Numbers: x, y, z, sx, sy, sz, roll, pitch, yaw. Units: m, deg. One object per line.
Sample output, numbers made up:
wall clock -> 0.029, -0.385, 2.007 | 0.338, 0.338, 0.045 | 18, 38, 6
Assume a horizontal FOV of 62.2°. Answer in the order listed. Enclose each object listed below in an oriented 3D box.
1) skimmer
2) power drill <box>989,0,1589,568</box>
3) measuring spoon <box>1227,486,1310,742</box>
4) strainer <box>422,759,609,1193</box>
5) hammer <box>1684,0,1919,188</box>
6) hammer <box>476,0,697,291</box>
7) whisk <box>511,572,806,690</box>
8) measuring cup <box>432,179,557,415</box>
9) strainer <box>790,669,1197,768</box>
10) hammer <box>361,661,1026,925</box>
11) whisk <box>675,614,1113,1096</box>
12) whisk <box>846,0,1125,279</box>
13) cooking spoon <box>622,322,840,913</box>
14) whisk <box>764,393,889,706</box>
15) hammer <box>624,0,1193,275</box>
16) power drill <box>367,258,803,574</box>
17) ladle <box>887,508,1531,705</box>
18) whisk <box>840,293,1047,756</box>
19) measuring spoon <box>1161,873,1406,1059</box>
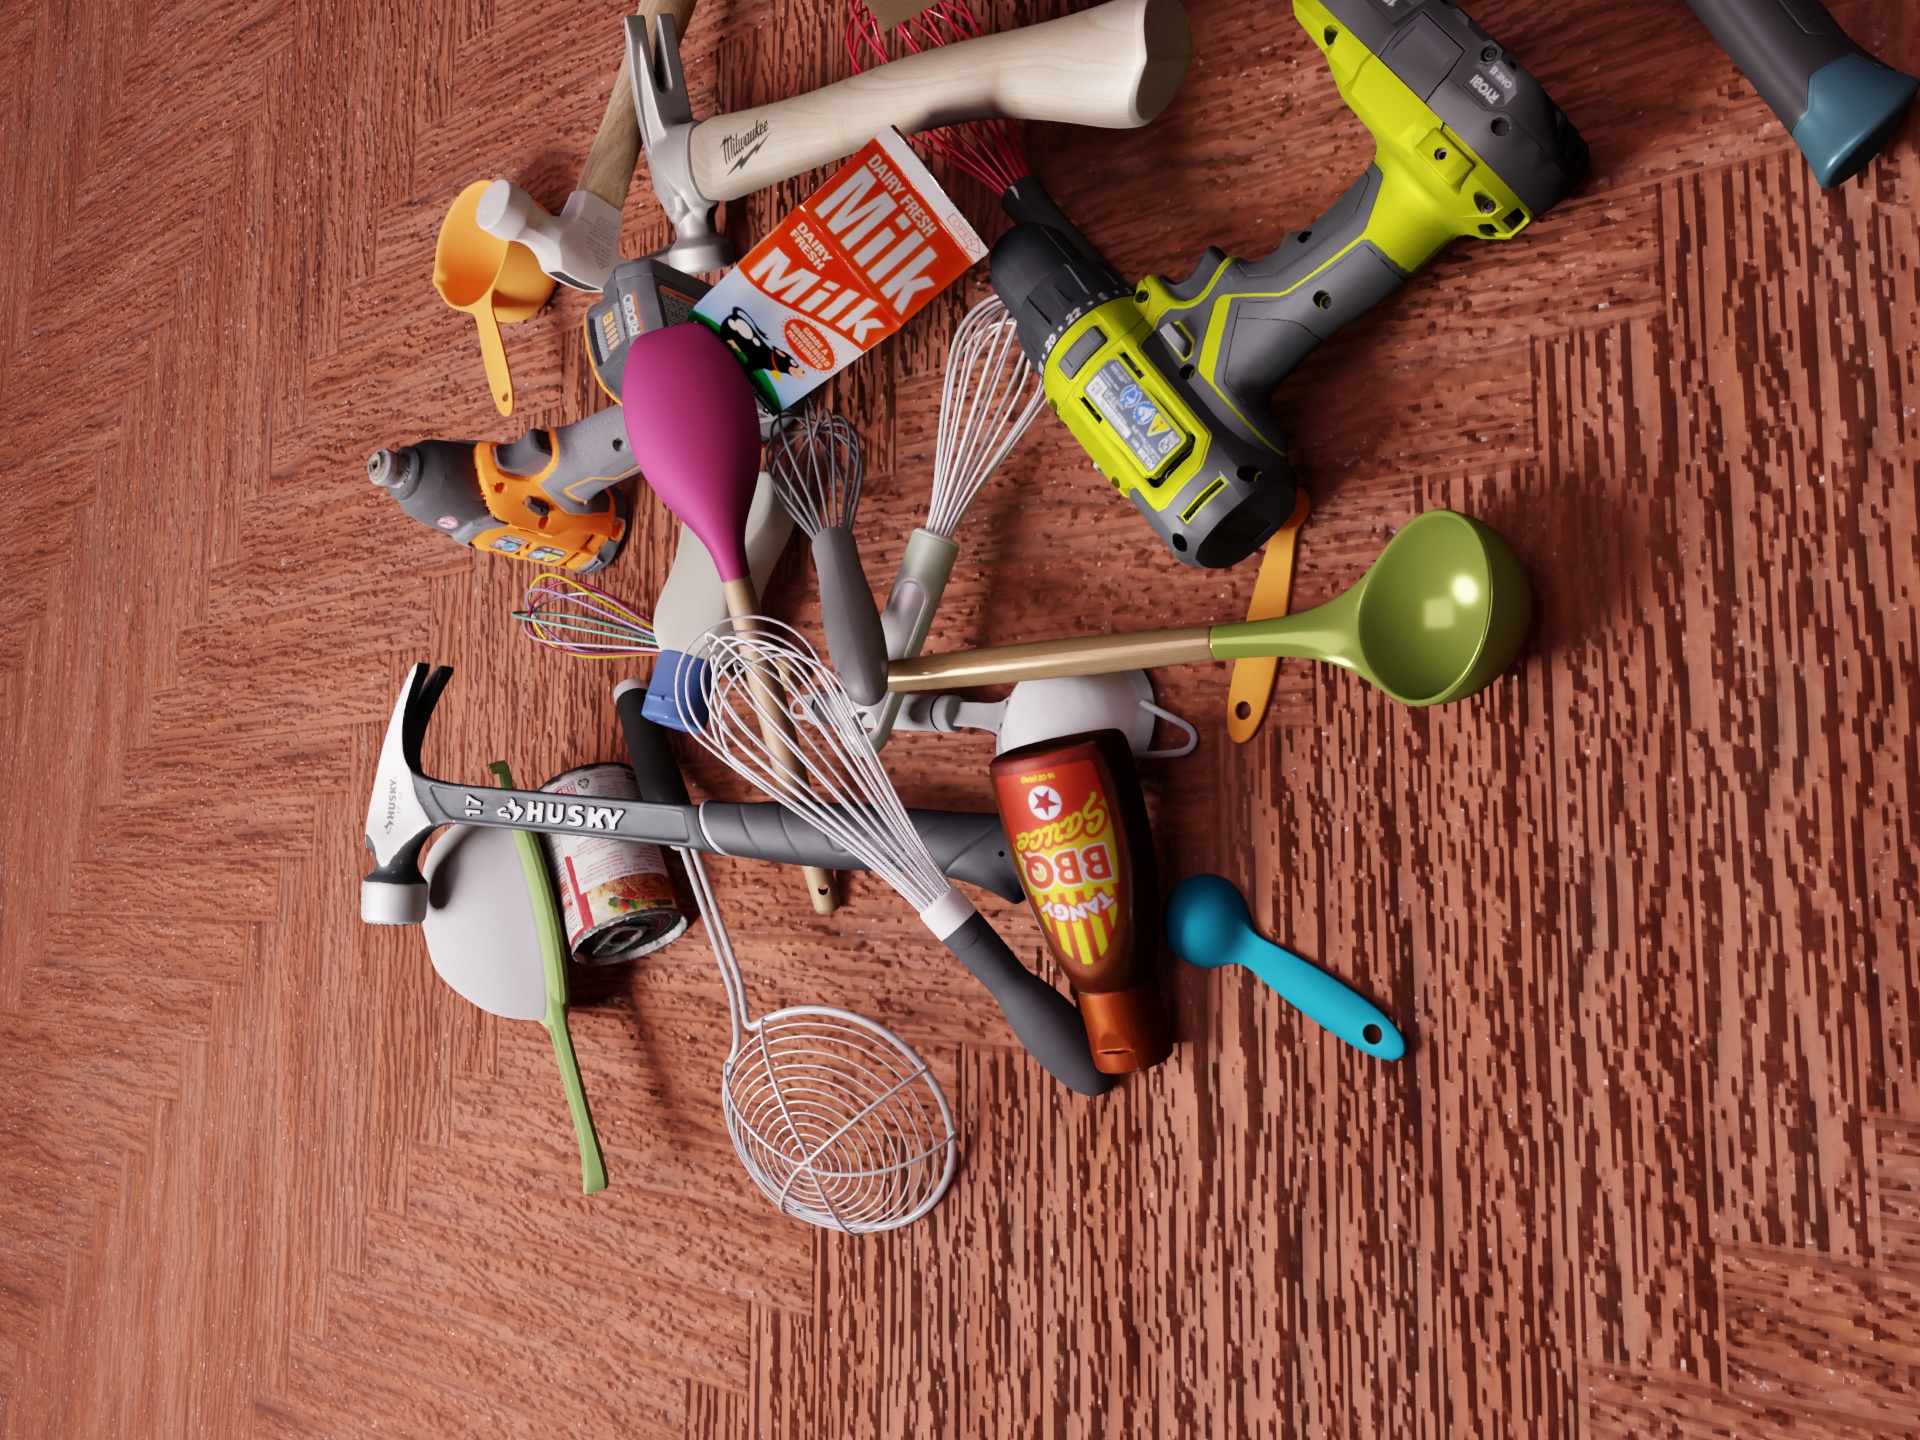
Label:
skimmer -> -0.113, 0.112, 0.883 | 0.127, 0.090, 0.364 | -52, 46, 27
power drill -> 0.124, -0.204, 0.676 | 0.228, 0.080, 0.191 | -45, 63, 24
measuring spoon -> 0.134, -0.047, 0.704 | 0.021, 0.011, 0.117 | 14, 94, 40
strainer -> -0.270, 0.163, 0.937 | 0.151, 0.069, 0.257 | 113, 140, -52
hammer -> 0.253, -0.338, 0.608 | 0.128, 0.033, 0.331 | -28, 70, 7
hammer -> -0.180, -0.415, 0.958 | 0.031, 0.130, 0.331 | 13, 82, 41
whisk -> -0.187, -0.051, 0.955 | 0.245, 0.051, 0.047 | 14, 88, 37
measuring cup -> -0.300, -0.277, 1.070 | 0.095, 0.052, 0.174 | -27, 70, 35
strainer -> -0.001, -0.003, 0.796 | 0.258, 0.050, 0.087 | 3, 71, 43
hammer -> -0.144, 0.050, 0.834 | 0.409, 0.036, 0.149 | 3, 88, 22
whisk -> -0.028, 0.066, 0.739 | 0.284, 0.070, 0.070 | 49, 119, 2
whisk -> 0.021, -0.278, 0.800 | 0.073, 0.073, 0.296 | -44, 66, 28
cooking spoon -> -0.111, -0.050, 0.837 | 0.017, 0.068, 0.319 | -145, 40, -80
whisk -> -0.063, -0.091, 0.805 | 0.055, 0.055, 0.239 | -46, 37, 26
hammer -> -0.048, -0.314, 0.794 | 0.411, 0.038, 0.146 | 11, 117, 50
power drill -> -0.221, -0.166, 0.918 | 0.226, 0.164, 0.084 | -29, 66, 32
ladle -> 0.080, -0.034, 0.686 | 0.320, 0.062, 0.078 | -5, 76, 29
whisk -> -0.009, -0.098, 0.788 | 0.058, 0.059, 0.246 | 21, 92, 12
measuring spoon -> 0.133, 0.107, 0.680 | 0.129, 0.021, 0.042 | 33, 106, 39
